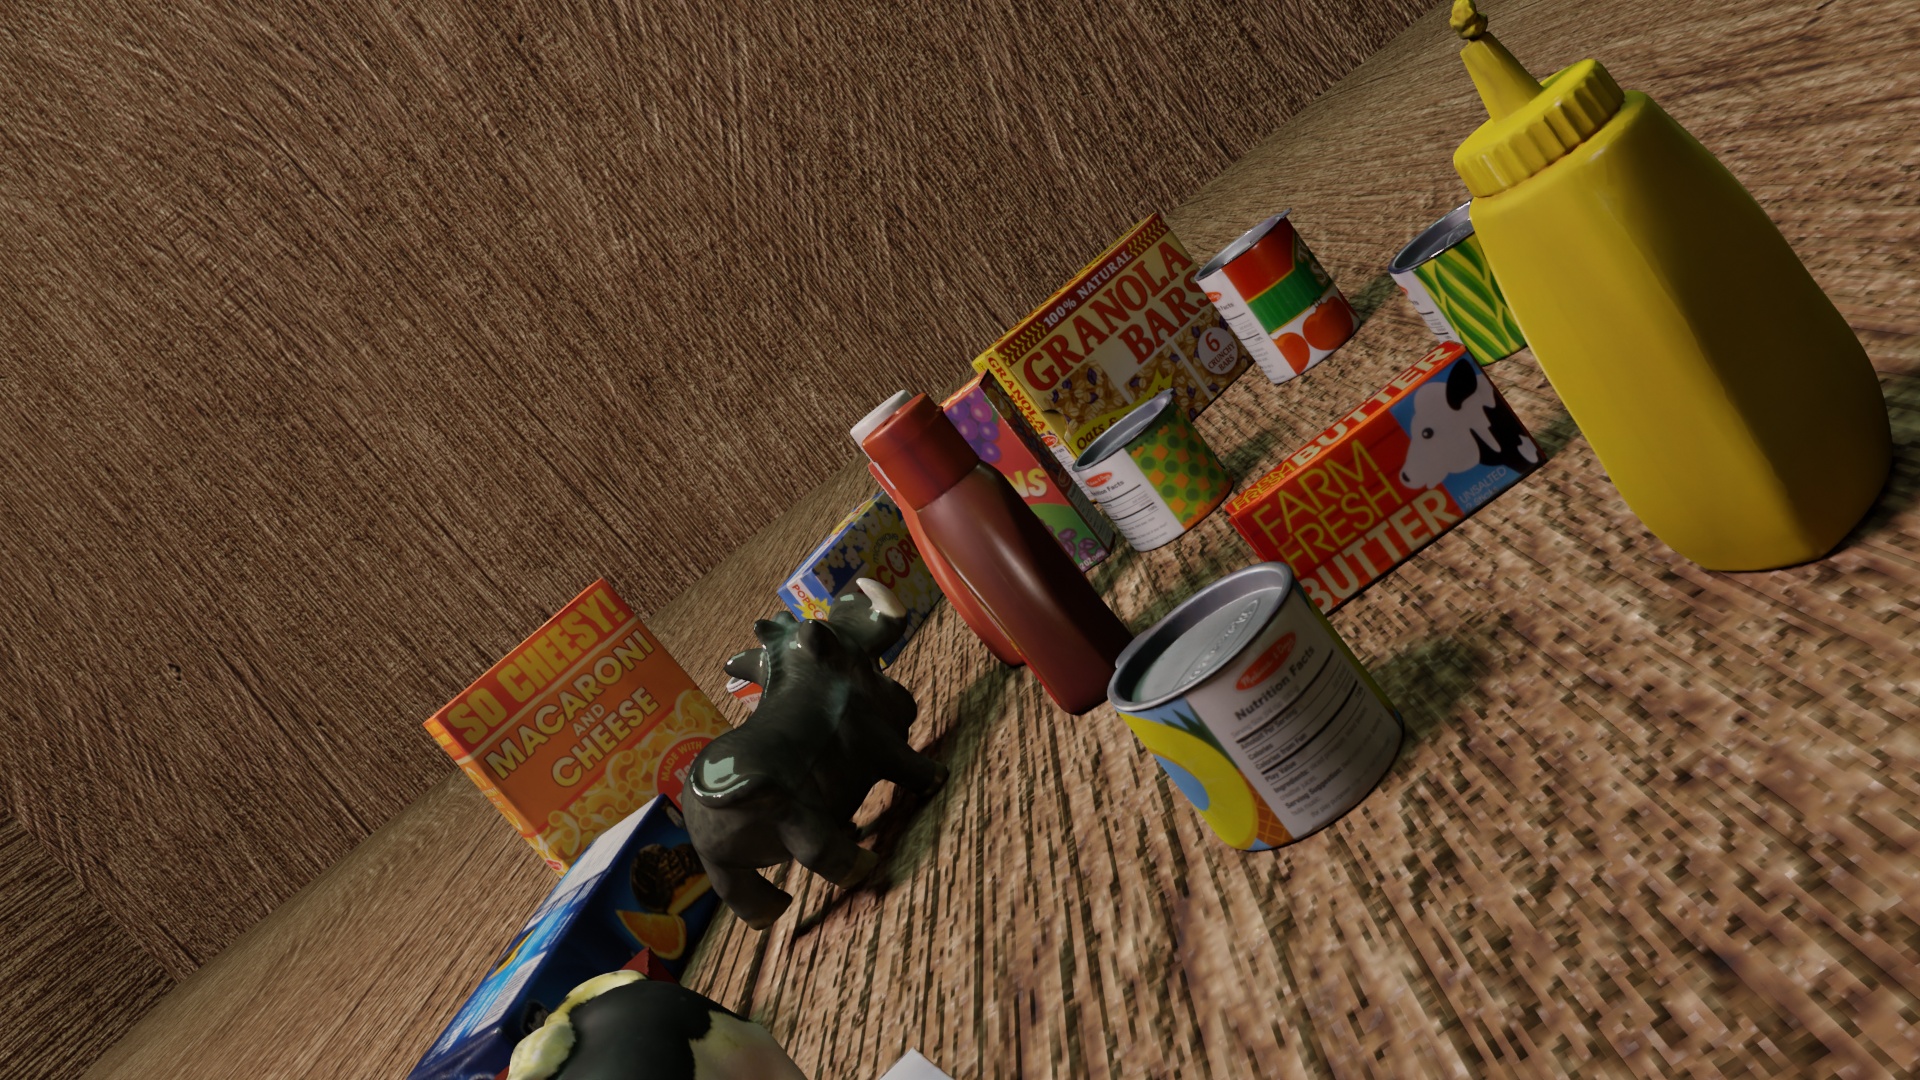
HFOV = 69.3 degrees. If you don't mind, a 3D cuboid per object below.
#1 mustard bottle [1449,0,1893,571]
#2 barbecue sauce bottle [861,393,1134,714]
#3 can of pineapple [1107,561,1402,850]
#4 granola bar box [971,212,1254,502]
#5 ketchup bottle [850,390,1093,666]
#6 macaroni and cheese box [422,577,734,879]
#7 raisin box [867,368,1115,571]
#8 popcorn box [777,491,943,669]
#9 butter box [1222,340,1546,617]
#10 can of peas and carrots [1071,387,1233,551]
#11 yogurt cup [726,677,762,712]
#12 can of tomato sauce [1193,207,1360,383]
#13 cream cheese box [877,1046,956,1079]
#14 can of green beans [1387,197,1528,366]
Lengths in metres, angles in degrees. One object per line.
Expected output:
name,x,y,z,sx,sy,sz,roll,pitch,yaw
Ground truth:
mustard bottle,0.167,-0.068,0.345,0.065,0.160,0.048,-43,10,-25
barbecue sauce bottle,0.017,0.004,0.604,0.043,0.148,0.065,-37,9,13
can of pineapple,0.086,0.049,0.412,0.071,0.058,0.071,-37,9,7
granola bar box,0.108,-0.123,0.932,0.166,0.124,0.039,-42,10,-22
ketchup bottle,0.003,-0.009,0.718,0.065,0.148,0.043,-41,9,-13
macaroni and cheese box,-0.199,0.125,0.791,0.124,0.166,0.040,-44,11,-31
raisin box,0.019,-0.023,0.802,0.086,0.123,0.040,-35,10,21
popcorn box,-0.064,0.031,0.970,0.038,0.085,0.127,-33,11,33
butter box,0.152,-0.021,0.505,0.103,0.053,0.024,-37,9,9
can of peas and carrots,0.105,-0.038,0.744,0.071,0.058,0.071,-37,9,7
yogurt cup,-0.117,0.098,0.949,0.072,0.054,0.072,-37,9,7
can of tomato sauce,0.196,-0.149,0.853,0.071,0.083,0.071,-37,9,7
cream cheese box,0.015,0.138,0.273,0.024,0.053,0.103,-42,10,-19
can of green beans,0.239,-0.120,0.631,0.071,0.058,0.071,-37,9,7
